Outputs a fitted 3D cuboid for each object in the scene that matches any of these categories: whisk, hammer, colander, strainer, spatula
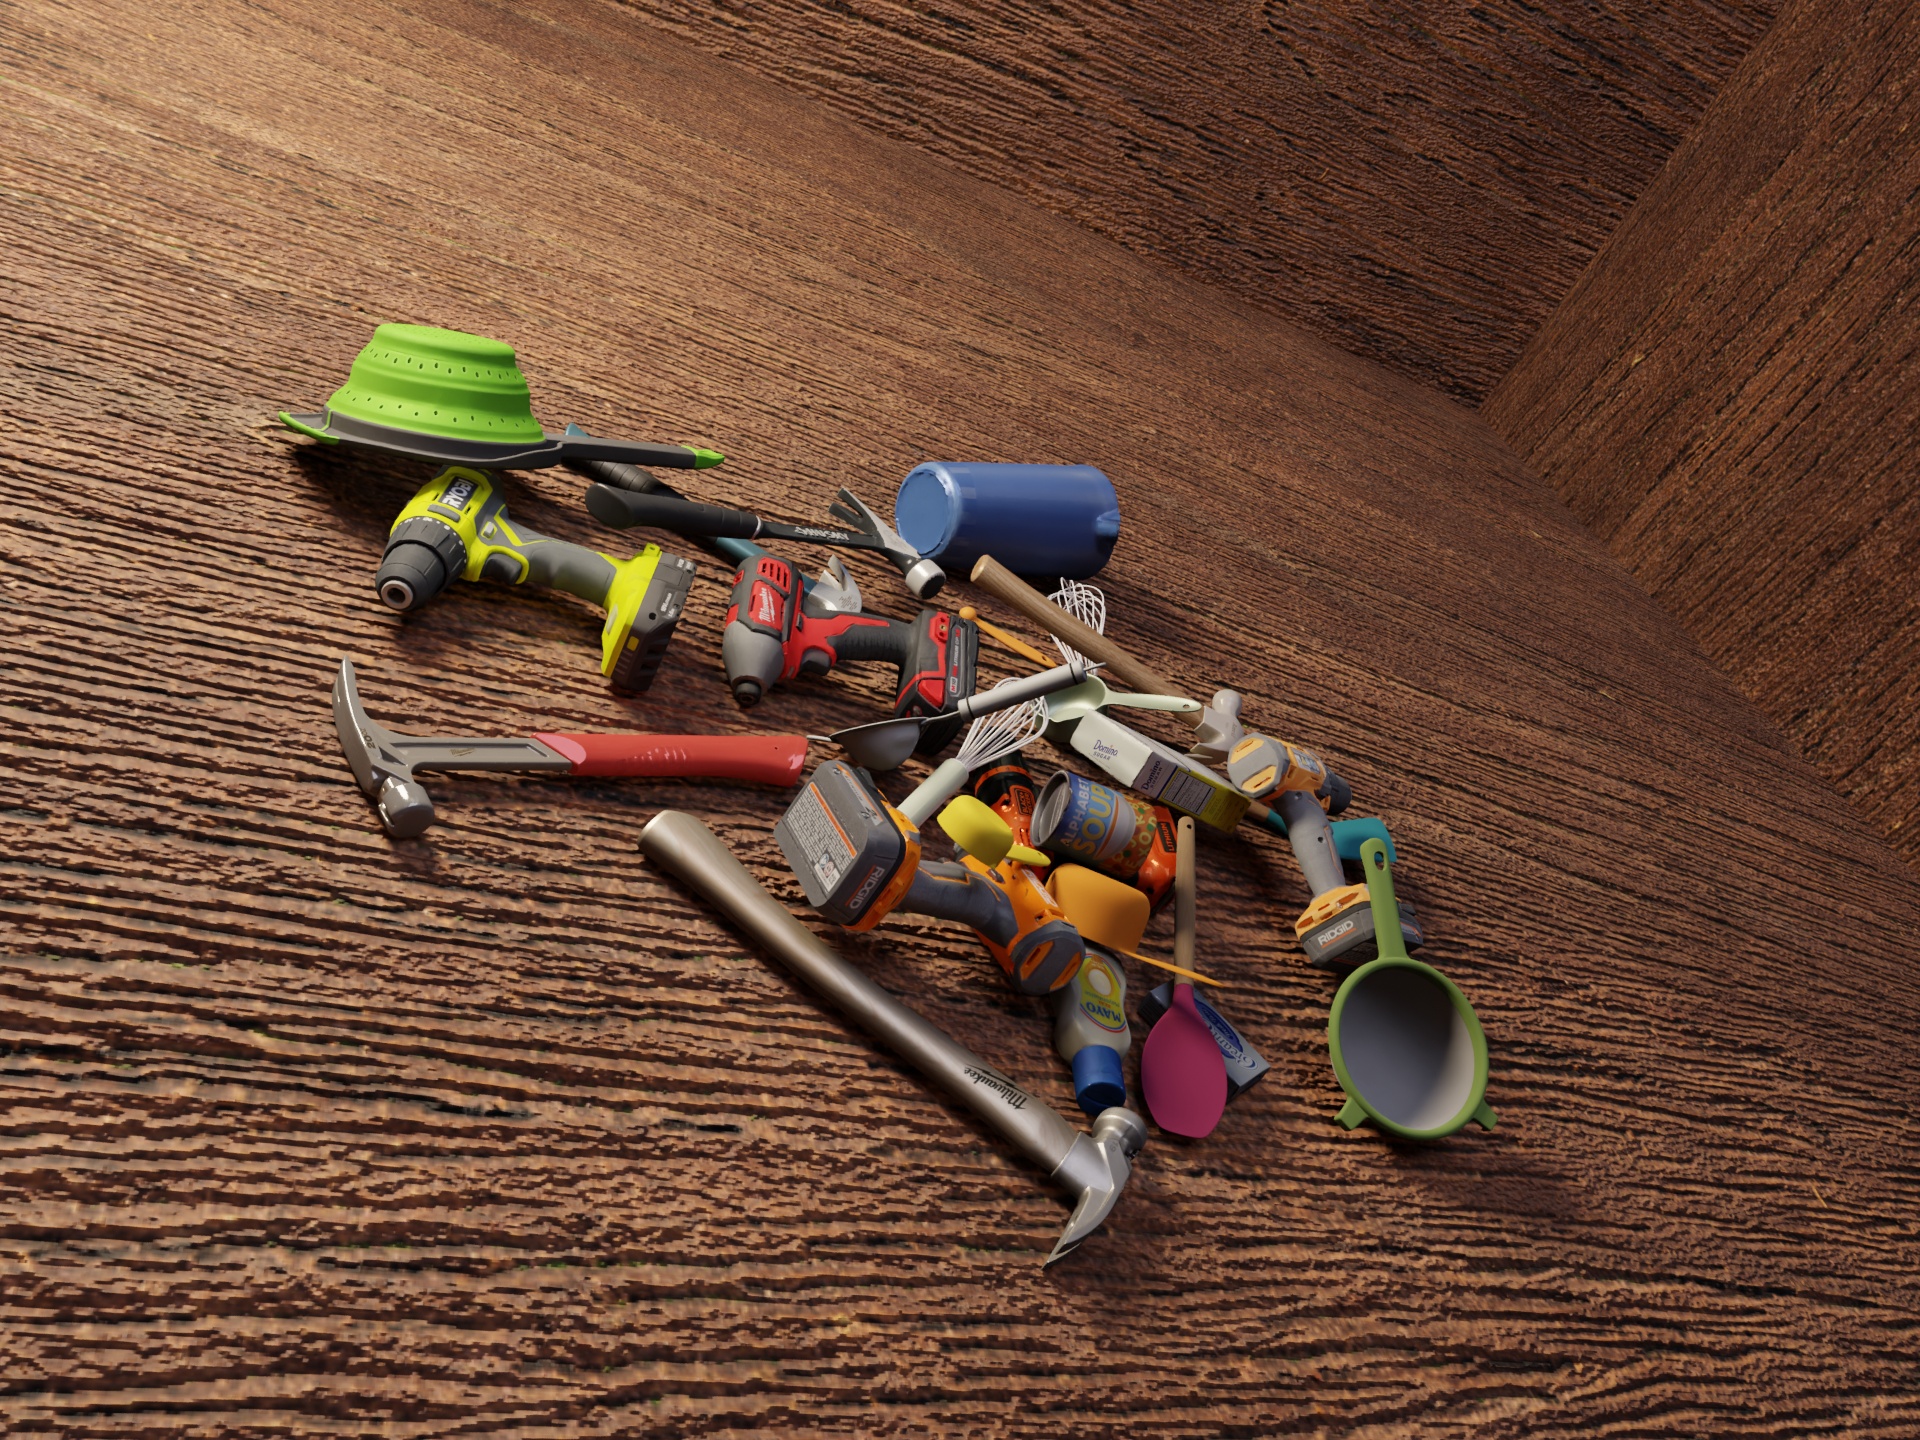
[{"bbox_3d":[0.001,0.038,1.330,0.059,0.058,0.246,50,50,-4],"label":"whisk"},{"bbox_3d":[-0.062,0.202,1.089,0.411,0.038,0.146,37,31,8],"label":"hammer"},{"bbox_3d":[-0.238,-0.180,1.499,0.331,0.033,0.128,32,30,0],"label":"hammer"},{"bbox_3d":[-0.371,-0.276,1.374,0.397,0.094,0.205,-3,20,-43],"label":"colander"},{"bbox_3d":[0.357,0.230,1.352,0.151,0.069,0.257,5,65,-19],"label":"strainer"},{"bbox_3d":[0.151,-0.062,1.602,0.331,0.031,0.130,33,36,-13],"label":"hammer"},{"bbox_3d":[0.293,0.076,1.614,0.317,0.044,0.082,24,27,-12],"label":"spatula"},{"bbox_3d":[-0.268,0.019,1.167,0.359,0.036,0.149,1,42,-42],"label":"hammer"},{"bbox_3d":[-0.178,-0.179,1.450,0.149,0.036,0.408,46,24,26],"label":"hammer"},{"bbox_3d":[-0.002,-0.004,1.313,0.087,0.258,0.050,22,50,-77],"label":"strainer"},{"bbox_3d":[0.128,-0.051,1.641,0.070,0.070,0.285,20,37,-21],"label":"whisk"}]

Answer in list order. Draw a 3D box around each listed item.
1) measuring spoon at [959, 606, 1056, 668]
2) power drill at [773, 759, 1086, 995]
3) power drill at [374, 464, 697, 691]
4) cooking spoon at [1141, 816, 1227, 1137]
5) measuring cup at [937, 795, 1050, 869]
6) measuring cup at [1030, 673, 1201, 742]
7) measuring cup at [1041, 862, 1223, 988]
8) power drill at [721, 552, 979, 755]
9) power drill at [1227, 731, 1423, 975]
[{"bbox_3d":[0.051,-0.087,1.659,0.117,0.011,0.021,30,29,-4],"label":"measuring spoon"},{"bbox_3d":[-0.024,0.112,1.186,0.226,0.084,0.164,27,15,-36],"label":"power drill"},{"bbox_3d":[-0.337,-0.110,1.257,0.228,0.080,0.191,22,29,-12],"label":"power drill"},{"bbox_3d":[0.180,0.196,1.280,0.068,0.017,0.319,15,43,-5],"label":"cooking spoon"},{"bbox_3d":[0.037,0.088,1.200,0.062,0.029,0.156,45,12,29],"label":"measuring cup"},{"bbox_3d":[0.149,-0.007,1.528,0.167,0.038,0.083,5,39,19],"label":"measuring cup"},{"bbox_3d":[0.140,0.159,1.250,0.174,0.052,0.095,18,-6,38],"label":"measuring cup"},{"bbox_3d":[-0.100,-0.053,1.384,0.219,0.078,0.143,17,52,-16],"label":"power drill"},{"bbox_3d":[0.351,0.125,1.506,0.185,0.084,0.226,19,43,-50],"label":"power drill"}]
